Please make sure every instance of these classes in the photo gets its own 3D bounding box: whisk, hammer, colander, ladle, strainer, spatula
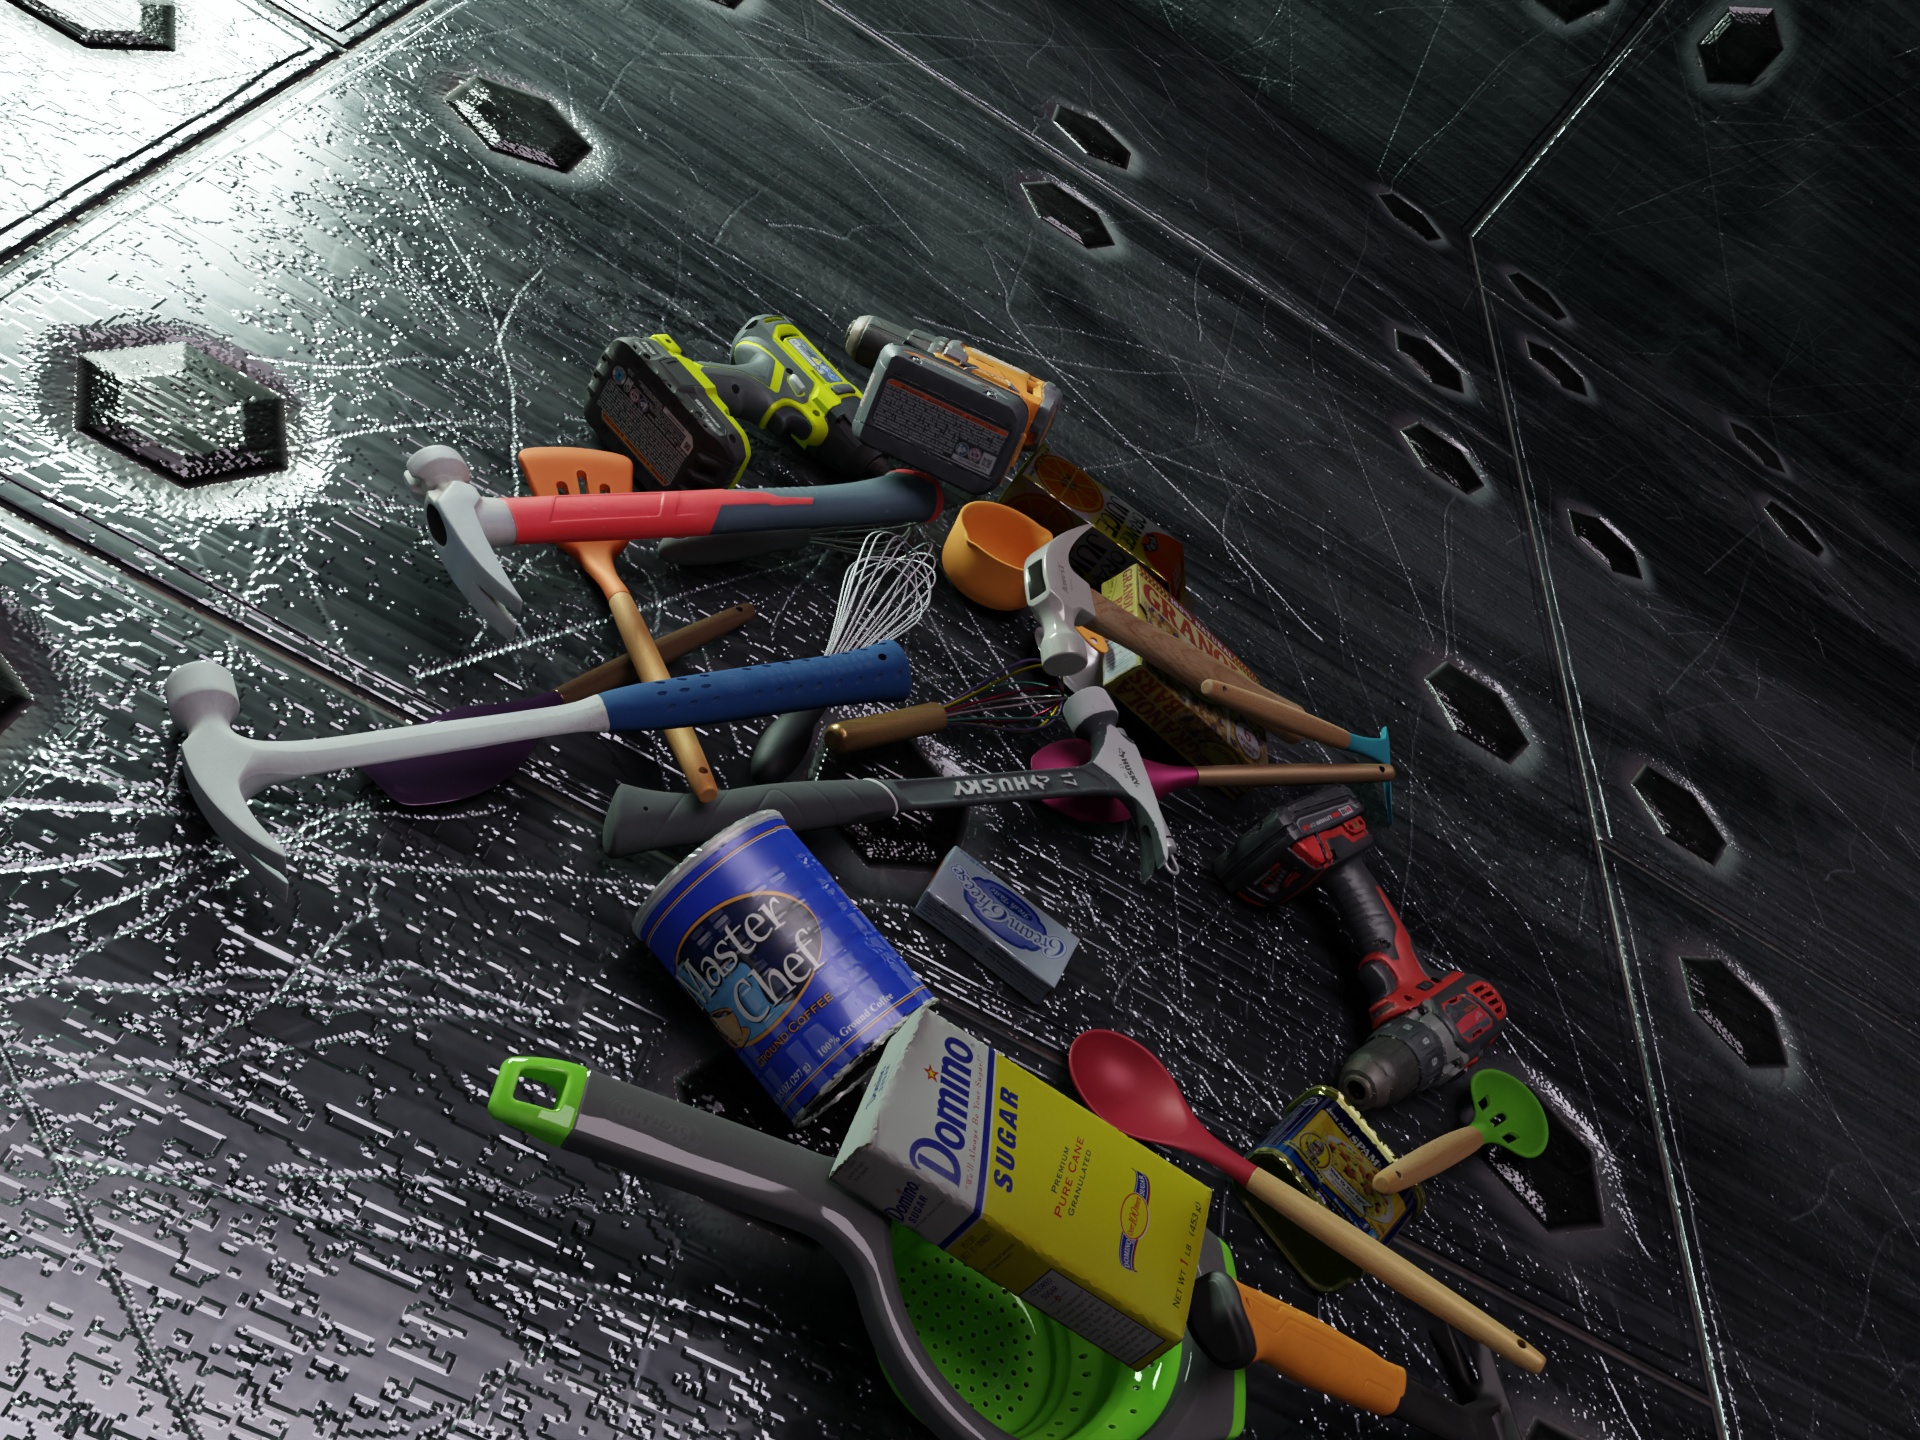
[{"bbox_3d":[-0.002,-0.001,1.121,0.245,0.047,0.051,-13,55,-47],"label":"whisk"},{"bbox_3d":[-0.158,-0.129,1.062,0.386,0.038,0.143,-9,51,-40],"label":"hammer"},{"bbox_3d":[-0.049,0.260,0.775,0.397,0.094,0.205,25,39,-17],"label":"colander"},{"bbox_3d":[0.162,-0.048,1.189,0.331,0.031,0.130,24,48,-43],"label":"hammer"},{"bbox_3d":[0.195,0.282,0.936,0.316,0.031,0.069,30,39,23],"label":"ladle"},{"bbox_3d":[0.118,0.007,1.222,0.086,0.050,0.259,17,44,-48],"label":"strainer"},{"bbox_3d":[-0.229,-0.019,0.979,0.060,0.018,0.316,39,37,13],"label":"spatula"},{"bbox_3d":[-0.207,-0.068,1.005,0.081,0.041,0.323,-1,41,-32],"label":"spatula"},{"bbox_3d":[0.281,0.014,1.265,0.317,0.044,0.082,18,68,-43],"label":"spatula"},{"bbox_3d":[-0.208,0.003,0.885,0.405,0.035,0.144,-10,49,-31],"label":"hammer"},{"bbox_3d":[-0.121,-0.140,1.174,0.239,0.055,0.055,-14,61,-41],"label":"whisk"},{"bbox_3d":[0.221,0.350,0.861,0.336,0.034,0.127,37,31,-38],"label":"hammer"},{"bbox_3d":[-0.082,-0.047,1.104,0.070,0.070,0.285,34,42,-5],"label":"whisk"},{"bbox_3d":[-0.034,0.053,1.013,0.408,0.036,0.149,-4,55,-36],"label":"hammer"}]

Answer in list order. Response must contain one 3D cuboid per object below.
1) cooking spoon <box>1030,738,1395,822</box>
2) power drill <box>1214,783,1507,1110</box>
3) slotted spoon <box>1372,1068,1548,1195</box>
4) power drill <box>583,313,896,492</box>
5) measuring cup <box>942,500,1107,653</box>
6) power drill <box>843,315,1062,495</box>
[{"bbox_3d":[0.198,0.041,1.201,0.318,0.017,0.069,0,60,-24],"label":"cooking spoon"},{"bbox_3d":[0.286,0.170,1.163,0.188,0.080,0.227,-15,65,-46],"label":"power drill"},{"bbox_3d":[0.333,0.282,1.064,0.313,0.031,0.070,6,45,-56],"label":"slotted spoon"},{"bbox_3d":[-0.158,-0.231,1.212,0.171,0.080,0.223,47,35,13],"label":"power drill"},{"bbox_3d":[0.052,-0.098,1.252,0.095,0.052,0.174,-11,54,-43],"label":"measuring cup"},{"bbox_3d":[-0.021,-0.258,1.239,0.185,0.084,0.226,25,21,1],"label":"power drill"}]
